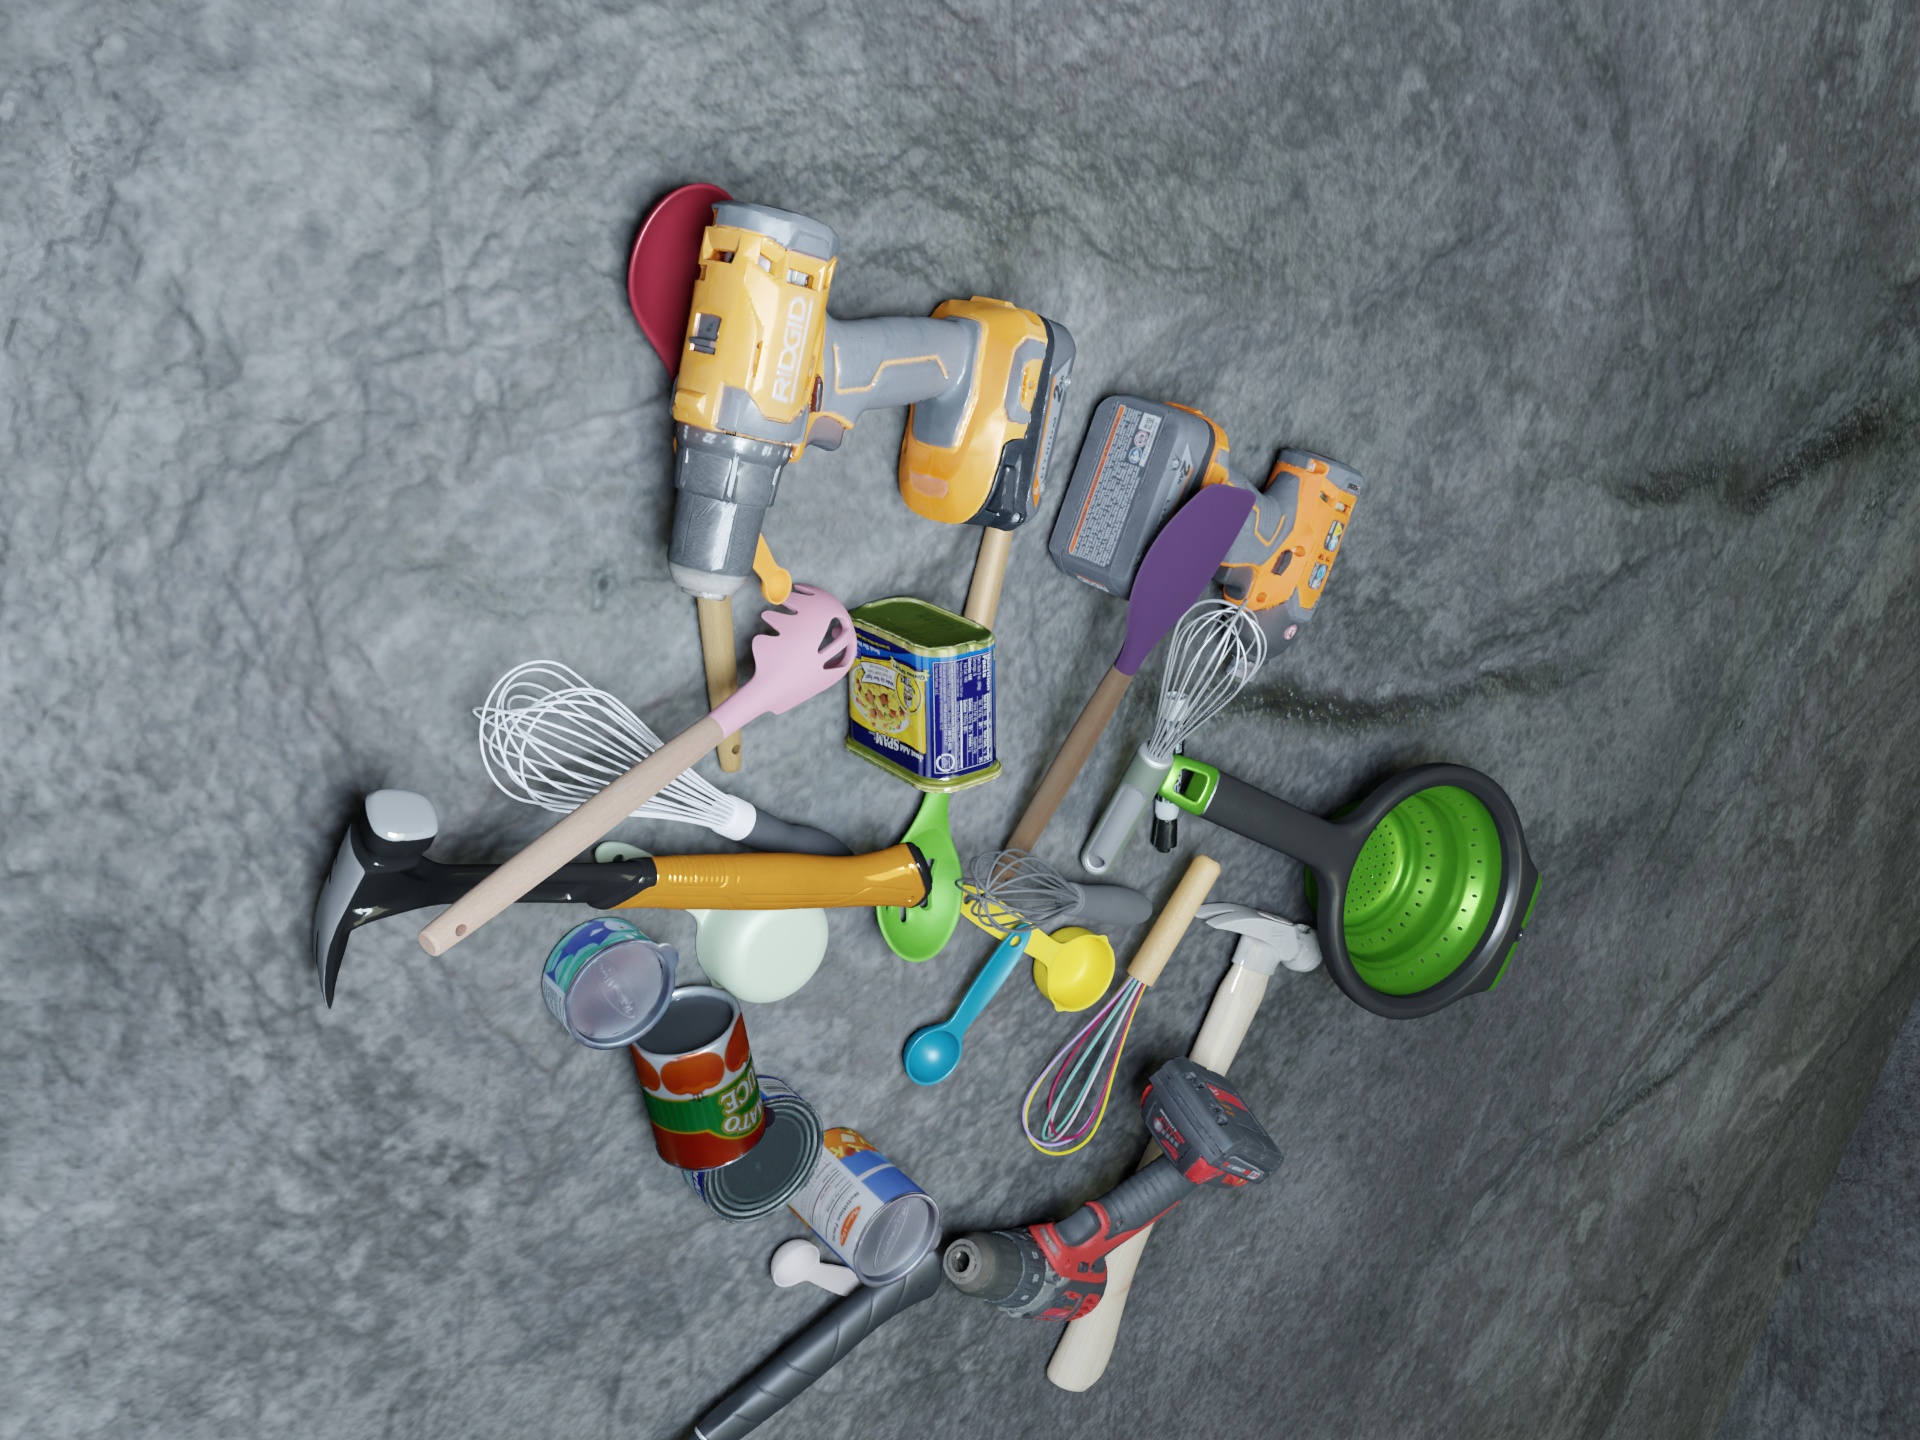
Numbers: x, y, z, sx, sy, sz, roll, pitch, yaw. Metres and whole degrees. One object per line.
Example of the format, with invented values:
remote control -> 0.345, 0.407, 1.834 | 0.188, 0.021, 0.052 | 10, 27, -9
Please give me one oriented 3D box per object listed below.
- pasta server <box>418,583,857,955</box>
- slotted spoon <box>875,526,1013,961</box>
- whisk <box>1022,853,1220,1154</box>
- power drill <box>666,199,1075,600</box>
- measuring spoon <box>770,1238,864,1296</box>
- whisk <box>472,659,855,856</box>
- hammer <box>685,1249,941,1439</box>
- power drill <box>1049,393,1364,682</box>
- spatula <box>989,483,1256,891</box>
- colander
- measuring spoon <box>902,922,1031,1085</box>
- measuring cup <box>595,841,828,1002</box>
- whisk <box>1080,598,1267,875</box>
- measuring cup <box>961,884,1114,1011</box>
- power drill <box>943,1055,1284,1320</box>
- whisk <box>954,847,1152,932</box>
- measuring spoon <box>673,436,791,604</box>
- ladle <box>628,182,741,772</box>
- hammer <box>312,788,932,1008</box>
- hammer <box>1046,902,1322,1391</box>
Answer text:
pasta server -> -0.145, 0.017, 0.784 | 0.316, 0.040, 0.060 | -42, 124, -43
slotted spoon -> -0.002, -0.003, 0.976 | 0.070, 0.031, 0.313 | 3, 104, -41
whisk -> 0.121, 0.206, 1.145 | 0.051, 0.047, 0.245 | 26, 96, -52
power drill -> -0.051, -0.147, 0.815 | 0.226, 0.084, 0.185 | 2, 105, -48
measuring spoon -> -0.090, 0.372, 1.075 | 0.034, 0.018, 0.124 | -49, 139, -1
whisk -> -0.144, 0.041, 0.856 | 0.284, 0.070, 0.070 | 31, 87, -49
hammer -> -0.177, 0.467, 1.017 | 0.409, 0.036, 0.149 | -33, 125, -24
power drill -> 0.164, -0.112, 1.034 | 0.226, 0.084, 0.164 | 9, 104, -46
spatula -> 0.087, -0.012, 0.979 | 0.059, 0.018, 0.315 | 4, 127, -37
colander -> 0.279, 0.097, 1.222 | 0.396, 0.095, 0.204 | 24, 90, -31
measuring spoon -> 0.004, 0.185, 1.061 | 0.042, 0.021, 0.128 | 40, 84, -35
measuring cup -> -0.138, 0.109, 0.899 | 0.167, 0.038, 0.083 | 37, 83, -45
whisk -> 0.130, 0.017, 1.030 | 0.059, 0.058, 0.246 | -51, 168, -50
measuring cup -> 0.044, 0.147, 1.087 | 0.156, 0.029, 0.062 | 36, 84, -31
power drill -> 0.103, 0.344, 1.135 | 0.226, 0.080, 0.187 | -42, 144, 8
whisk -> 0.070, 0.119, 1.058 | 0.238, 0.055, 0.055 | 17, 97, -57
measuring spoon -> -0.118, -0.103, 0.814 | 0.021, 0.011, 0.116 | -57, 139, -26
ladle -> -0.131, -0.113, 0.819 | 0.069, 0.031, 0.315 | -23, 124, -37
hammer -> -0.158, 0.090, 0.830 | 0.336, 0.034, 0.127 | 4, 135, -39
hammer -> 0.156, 0.338, 1.251 | 0.146, 0.038, 0.410 | 20, 95, -42
